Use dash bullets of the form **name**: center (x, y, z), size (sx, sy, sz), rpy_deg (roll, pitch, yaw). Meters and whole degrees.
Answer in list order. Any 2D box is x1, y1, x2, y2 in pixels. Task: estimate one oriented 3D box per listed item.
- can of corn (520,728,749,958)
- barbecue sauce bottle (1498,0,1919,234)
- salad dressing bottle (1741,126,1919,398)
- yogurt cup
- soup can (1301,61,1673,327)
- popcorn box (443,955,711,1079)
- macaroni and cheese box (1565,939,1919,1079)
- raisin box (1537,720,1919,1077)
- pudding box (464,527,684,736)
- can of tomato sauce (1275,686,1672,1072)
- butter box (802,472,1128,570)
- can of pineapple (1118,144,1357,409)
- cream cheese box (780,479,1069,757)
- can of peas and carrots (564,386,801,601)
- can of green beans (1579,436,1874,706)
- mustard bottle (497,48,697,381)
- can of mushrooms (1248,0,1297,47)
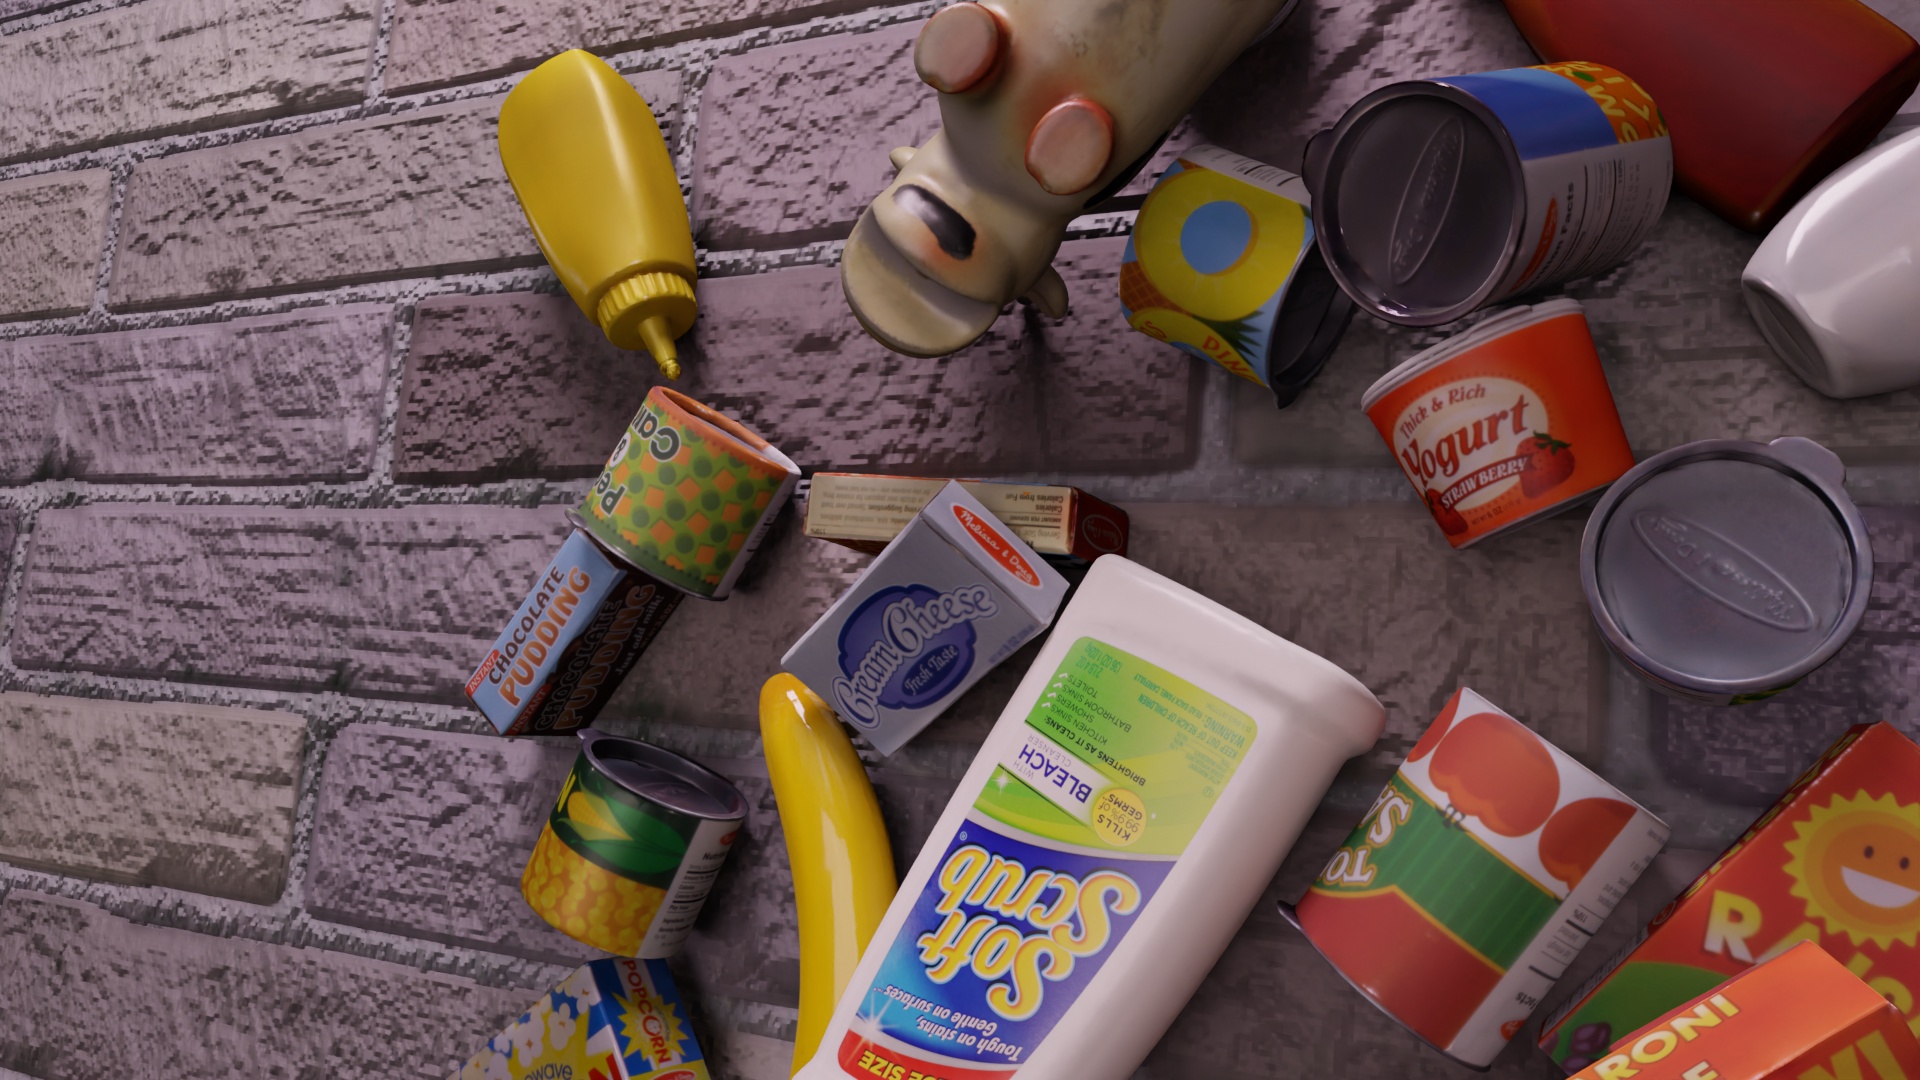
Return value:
- **can of corn**: center (-0.123, 0.111, 0.514), size (0.071, 0.071, 0.058), rpy_deg (26, 93, 28)
- **barbecue sauce bottle**: center (0.205, -0.160, 0.423), size (0.064, 0.044, 0.149), rpy_deg (-50, 62, 20)
- **salad dressing bottle**: center (0.290, -0.096, 0.369), size (0.147, 0.044, 0.064), rpy_deg (-34, 73, 15)
- **yogurt cup**: center (0.160, -0.032, 0.408), size (0.072, 0.072, 0.054), rpy_deg (-26, 78, 20)
- **soup can**: center (0.152, -0.103, 0.402), size (0.071, 0.084, 0.071), rpy_deg (26, 125, 44)
- **popcorn box**: center (-0.147, 0.221, 0.511), size (0.126, 0.038, 0.085), rpy_deg (-41, 61, 21)
- **macaroni and cheese box**: center (0.189, 0.194, 0.314), size (0.123, 0.040, 0.166), rpy_deg (-34, 93, 6)
- **raisin box**: center (0.227, 0.119, 0.358), size (0.123, 0.040, 0.086), rpy_deg (-50, 63, 11)
- **pudding box**: center (-0.152, 0.038, 0.554), size (0.030, 0.049, 0.083), rpy_deg (41, 99, 25)
- **can of tomato sauce**: center (0.142, 0.092, 0.389), size (0.071, 0.071, 0.083), rpy_deg (38, 97, 27)
- **butter box**: center (0.002, -0.006, 0.485), size (0.103, 0.053, 0.024), rpy_deg (4, 83, 27)
- **can of pineapple**: center (0.092, -0.087, 0.450), size (0.058, 0.071, 0.071), rpy_deg (30, 94, 28)
- **cream cheese box**: center (-0.014, 0.029, 0.466), size (0.053, 0.024, 0.103), rpy_deg (42, 133, -3)
- **can of peas and carrots**: center (-0.105, -0.019, 0.530), size (0.071, 0.071, 0.058), rpy_deg (34, 95, 27)
- **can of green beans**: center (0.207, 0.011, 0.379), size (0.071, 0.058, 0.071), rpy_deg (-5, 78, 25)
- **mustard bottle**: center (-0.145, -0.130, 0.584), size (0.065, 0.049, 0.160), rpy_deg (-31, 69, 17)
- **can of mushrooms**: center (0.088, -0.210, 0.496), size (0.071, 0.033, 0.071), rpy_deg (-5, 78, 25)
